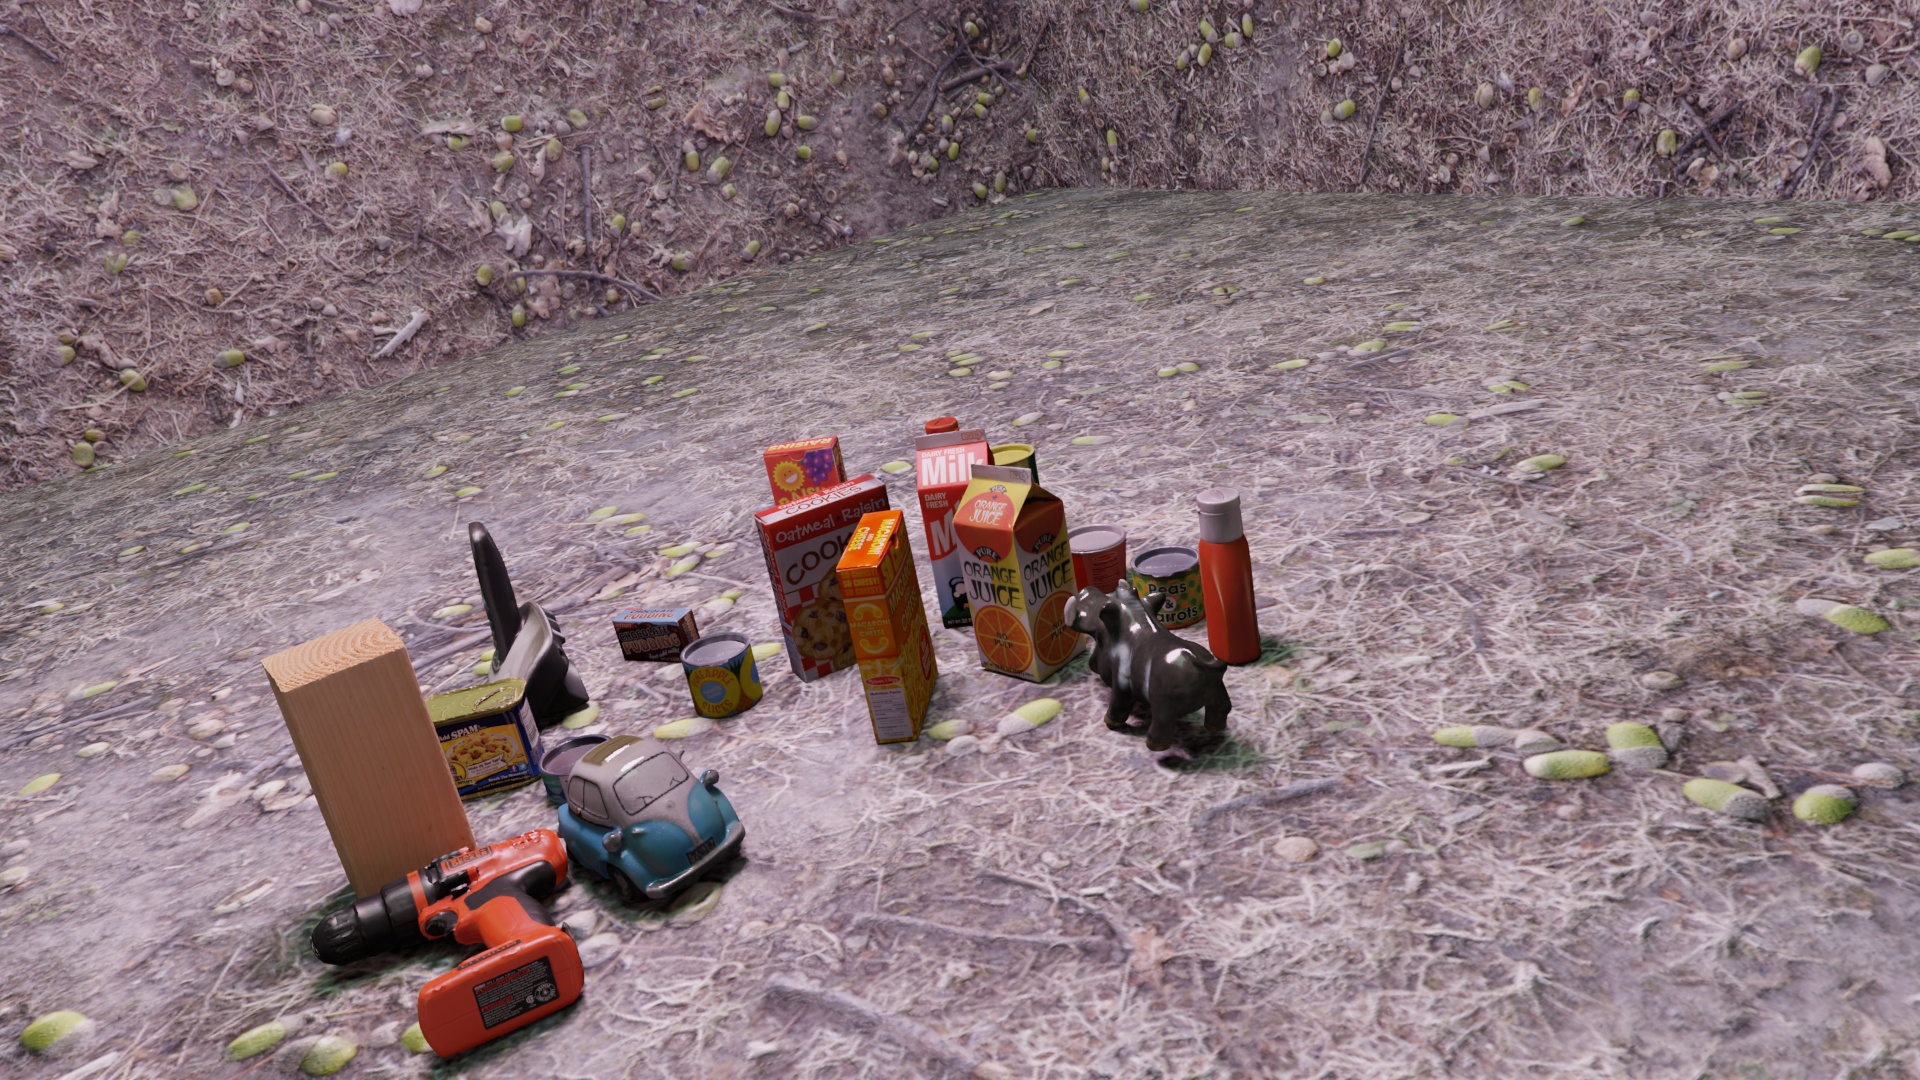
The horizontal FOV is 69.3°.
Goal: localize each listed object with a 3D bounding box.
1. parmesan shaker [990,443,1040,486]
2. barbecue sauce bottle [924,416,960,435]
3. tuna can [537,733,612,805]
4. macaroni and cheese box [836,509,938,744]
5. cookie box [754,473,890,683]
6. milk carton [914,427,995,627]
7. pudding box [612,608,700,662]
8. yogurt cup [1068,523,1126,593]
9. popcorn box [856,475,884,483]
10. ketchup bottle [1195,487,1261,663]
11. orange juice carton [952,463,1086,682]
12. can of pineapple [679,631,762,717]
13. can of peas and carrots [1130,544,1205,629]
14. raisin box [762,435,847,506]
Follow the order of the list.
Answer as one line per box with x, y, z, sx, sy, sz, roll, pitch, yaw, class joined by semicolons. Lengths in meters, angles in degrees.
0.054;-0.048;1.534;0.071;0.102;0.071;-9;21;4;parmesan shaker
-0.008;-0.062;1.537;0.043;0.148;0.065;0;24;25;barbecue sauce bottle
-0.330;0.198;1.204;0.071;0.032;0.071;-9;22;4;tuna can
-0.060;0.072;1.206;0.040;0.165;0.124;-7;22;11;macaroni and cheese box
-0.117;0.035;1.324;0.123;0.166;0.040;-21;23;-23;cookie box
0.005;-0.017;1.364;0.072;0.189;0.074;-8;22;8;milk carton
-0.310;0.096;1.423;0.083;0.049;0.030;0;24;25;pudding box
0.136;0.020;1.395;0.072;0.053;0.073;-9;22;4;yogurt cup
-0.130;-0.010;1.552;0.038;0.085;0.127;7;28;38;popcorn box
0.230;0.029;1.201;0.043;0.148;0.065;-11;21;-1;ketchup bottle
0.051;0.022;1.242;0.072;0.192;0.073;10;29;42;orange juice carton
-0.223;0.126;1.297;0.071;0.057;0.071;-9;22;4;can of pineapple
0.195;0.044;1.300;0.071;0.058;0.071;-9;22;4;can of peas and carrots
-0.176;-0.056;1.635;0.086;0.123;0.040;-7;22;10;raisin box
